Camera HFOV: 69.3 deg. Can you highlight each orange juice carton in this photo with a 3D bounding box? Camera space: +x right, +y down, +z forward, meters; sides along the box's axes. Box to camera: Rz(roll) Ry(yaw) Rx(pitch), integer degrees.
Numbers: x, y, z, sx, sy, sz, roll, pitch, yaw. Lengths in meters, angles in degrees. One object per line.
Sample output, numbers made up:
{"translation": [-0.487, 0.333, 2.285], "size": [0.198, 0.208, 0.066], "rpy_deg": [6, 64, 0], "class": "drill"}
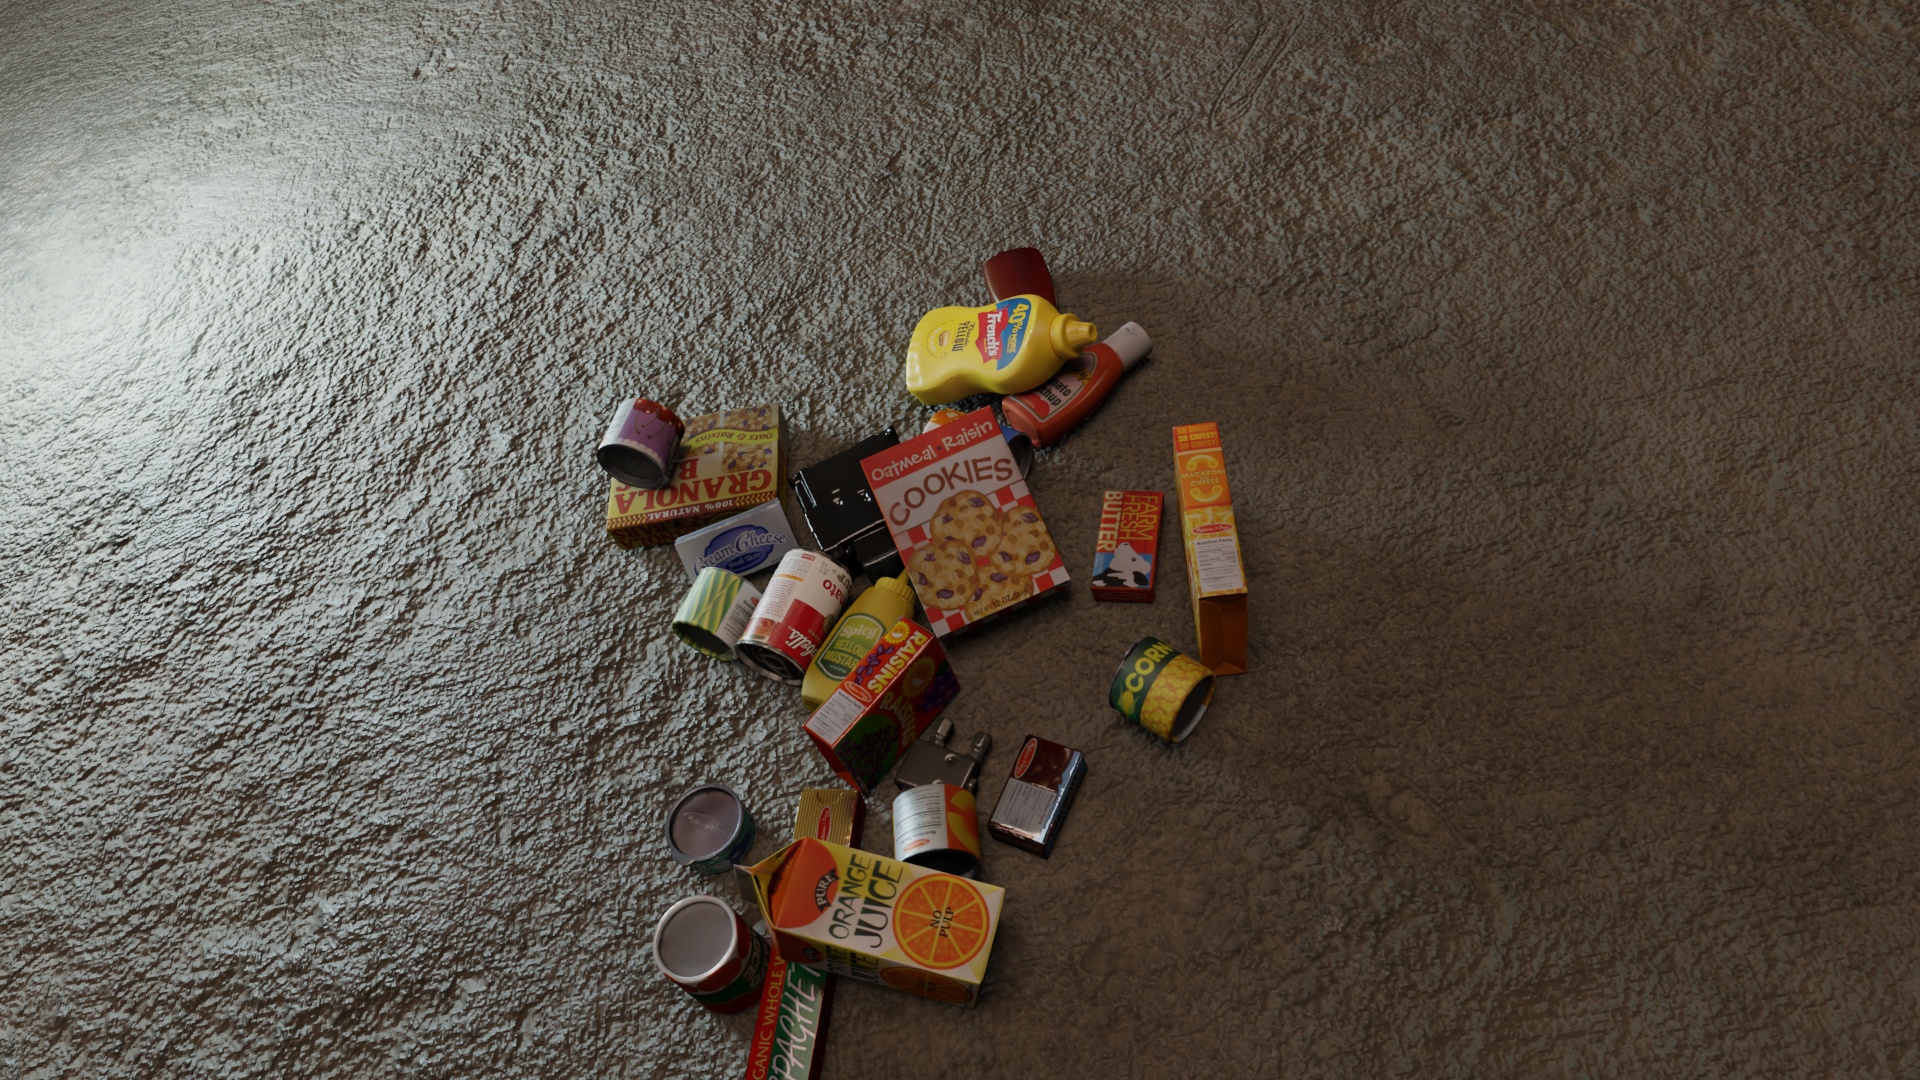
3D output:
{"translation": [-0.070, 0.273, 1.007], "size": [0.193, 0.071, 0.073], "rpy_deg": [14, 57, 5], "class": "orange juice carton"}

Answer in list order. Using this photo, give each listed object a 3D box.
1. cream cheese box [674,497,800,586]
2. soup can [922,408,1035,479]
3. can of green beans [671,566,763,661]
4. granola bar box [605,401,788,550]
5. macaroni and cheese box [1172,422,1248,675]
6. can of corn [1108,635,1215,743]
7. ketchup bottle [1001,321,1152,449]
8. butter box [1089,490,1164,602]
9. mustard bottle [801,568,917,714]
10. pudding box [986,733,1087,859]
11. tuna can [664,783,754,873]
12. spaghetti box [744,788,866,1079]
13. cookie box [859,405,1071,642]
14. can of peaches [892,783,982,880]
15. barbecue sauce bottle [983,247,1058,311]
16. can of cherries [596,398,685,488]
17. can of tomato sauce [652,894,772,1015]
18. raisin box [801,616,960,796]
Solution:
{"translation": [-0.203, 0.005, 1.266], "size": [0.104, 0.053, 0.024], "rpy_deg": [-22, 13, -2], "class": "cream cheese box"}
{"translation": [0.015, -0.079, 1.264], "size": [0.084, 0.071, 0.071], "rpy_deg": [21, 63, 27], "class": "soup can"}
{"translation": [-0.211, 0.065, 1.219], "size": [0.071, 0.071, 0.058], "rpy_deg": [14, 61, 22], "class": "can of green beans"}
{"translation": [-0.249, -0.062, 1.333], "size": [0.165, 0.039, 0.125], "rpy_deg": [-9, 53, 7], "class": "granola bar box"}
{"translation": [0.202, 0.007, 1.120], "size": [0.040, 0.123, 0.167], "rpy_deg": [-6, 55, 7], "class": "macaroni and cheese box"}
{"translation": [0.158, 0.116, 1.087], "size": [0.058, 0.071, 0.071], "rpy_deg": [30, 68, 29], "class": "can of corn"}
{"translation": [0.113, -0.149, 1.300], "size": [0.149, 0.043, 0.065], "rpy_deg": [-37, 52, -13], "class": "ketchup bottle"}
{"translation": [0.145, 0.004, 1.197], "size": [0.053, 0.024, 0.104], "rpy_deg": [2, 56, 16], "class": "butter box"}
{"translation": [-0.076, 0.081, 1.184], "size": [0.065, 0.048, 0.161], "rpy_deg": [16, 61, 22], "class": "mustard bottle"}
{"translation": [0.061, 0.198, 1.080], "size": [0.050, 0.030, 0.084], "rpy_deg": [14, 60, 24], "class": "pudding box"}
{"translation": [-0.202, 0.235, 1.119], "size": [0.071, 0.032, 0.071], "rpy_deg": [-7, 55, 10], "class": "tuna can"}
{"translation": [-0.117, 0.308, 1.048], "size": [0.050, 0.028, 0.251], "rpy_deg": [-1, 56, 14], "class": "spaghetti box"}
{"translation": [0.004, -0.015, 1.183], "size": [0.123, 0.040, 0.167], "rpy_deg": [-24, 79, -1], "class": "cookie box"}
{"translation": [-0.018, 0.227, 1.057], "size": [0.071, 0.071, 0.058], "rpy_deg": [-12, 49, 6], "class": "can of peaches"}
{"translation": [0.068, -0.223, 1.363], "size": [0.065, 0.043, 0.149], "rpy_deg": [-16, 54, 0], "class": "barbecue sauce bottle"}
{"translation": [-0.296, -0.090, 1.301], "size": [0.071, 0.071, 0.059], "rpy_deg": [5, 56, 17], "class": "can of cherries"}
{"translation": [-0.181, 0.307, 1.031], "size": [0.071, 0.082, 0.071], "rpy_deg": [-7, 55, 10], "class": "can of tomato sauce"}
{"translation": [-0.061, 0.133, 1.121], "size": [0.040, 0.085, 0.124], "rpy_deg": [30, 67, 35], "class": "raisin box"}
